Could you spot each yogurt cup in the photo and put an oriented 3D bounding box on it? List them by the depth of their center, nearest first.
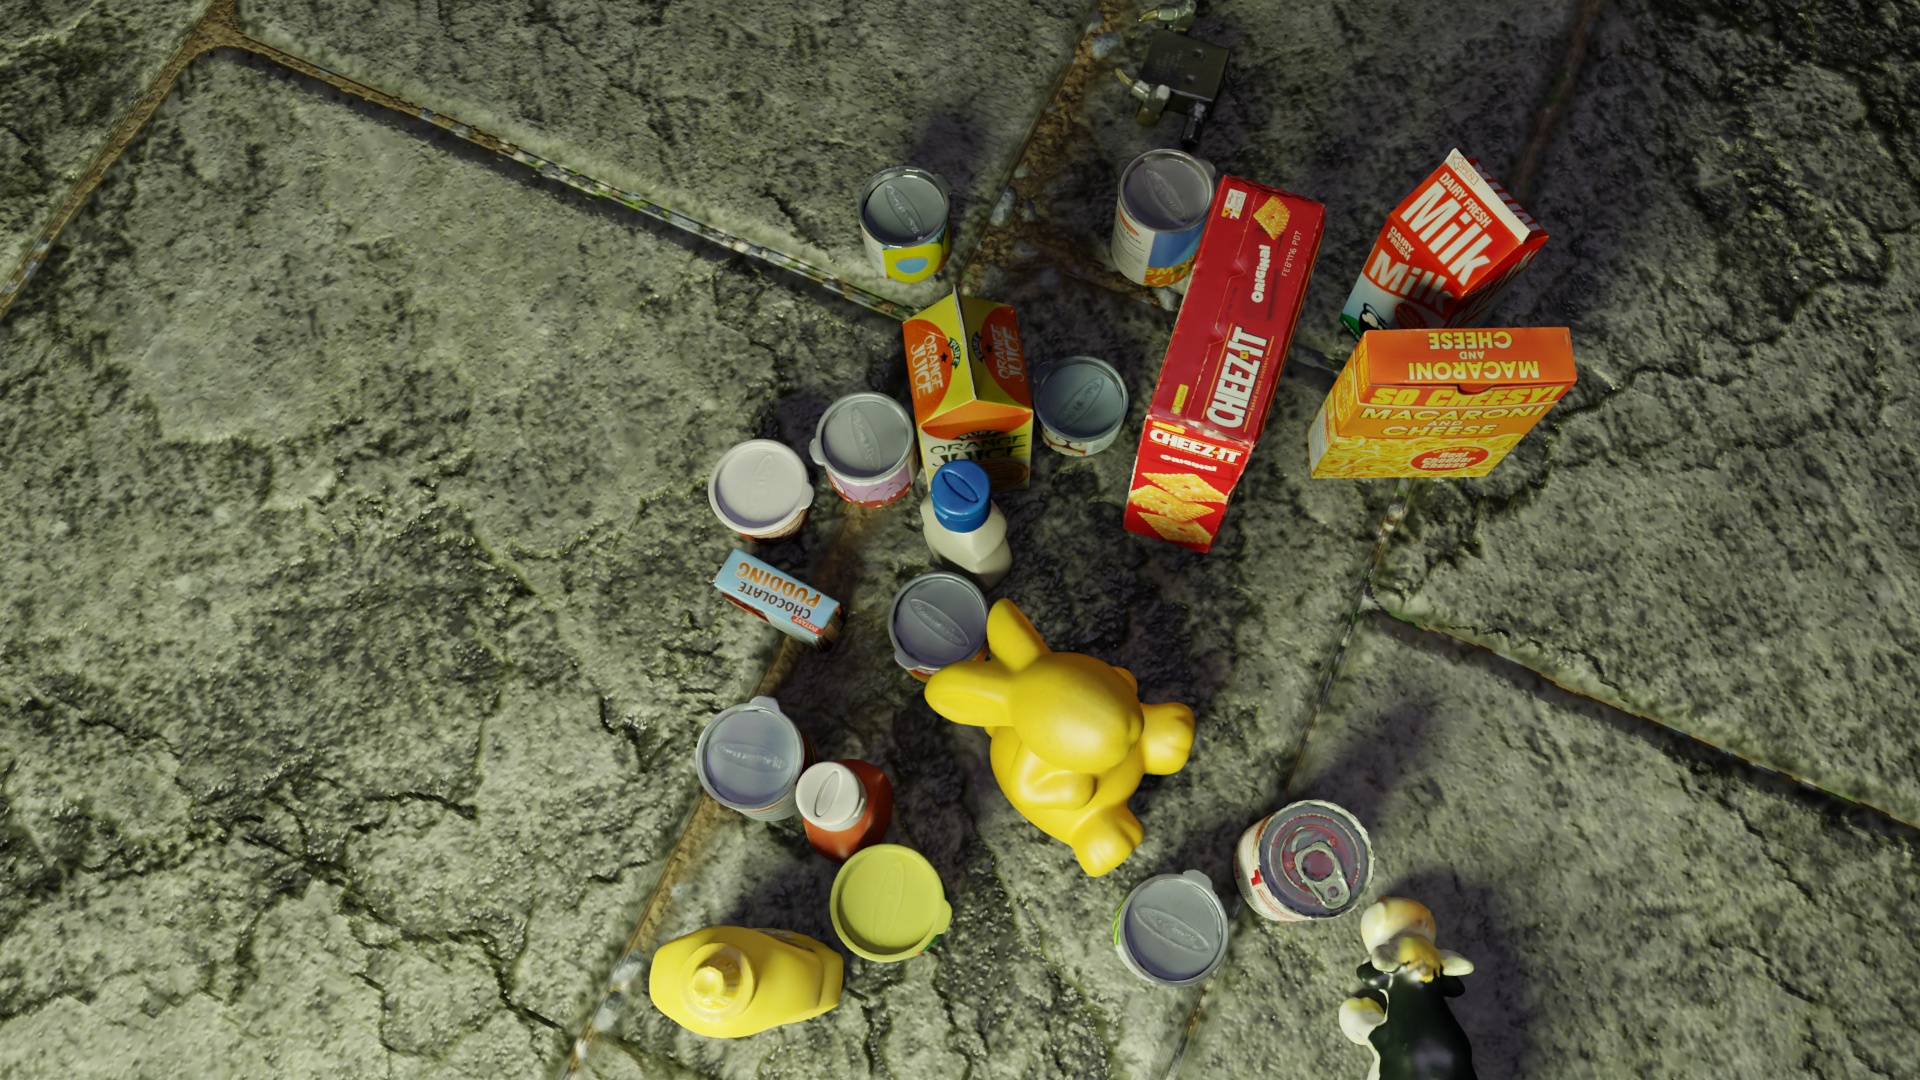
[{"bbox_3d":[-0.135,-0.030,0.955,0.072,0.053,0.072,0,73,2],"label":"yogurt cup"}]

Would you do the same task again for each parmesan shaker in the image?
[{"bbox_3d":[-0.038,0.223,0.848,0.071,0.103,0.071,-1,73,2],"label":"parmesan shaker"}]

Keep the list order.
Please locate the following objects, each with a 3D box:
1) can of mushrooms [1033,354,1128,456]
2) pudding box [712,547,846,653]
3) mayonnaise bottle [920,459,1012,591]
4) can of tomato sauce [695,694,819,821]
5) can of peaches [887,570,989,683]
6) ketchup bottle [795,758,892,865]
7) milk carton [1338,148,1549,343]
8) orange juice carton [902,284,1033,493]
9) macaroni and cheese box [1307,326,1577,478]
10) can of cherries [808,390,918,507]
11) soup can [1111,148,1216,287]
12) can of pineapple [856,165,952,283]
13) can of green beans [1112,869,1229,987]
[{"bbox_3d":[0.082,-0.096,0.979,0.071,0.033,0.071,0,73,2],"label":"can of mushrooms"},{"bbox_3d":[-0.121,0.041,0.935,0.084,0.049,0.030,27,76,10],"label":"pudding box"},{"bbox_3d":[0.003,-0.011,0.896,0.065,0.147,0.041,41,79,13],"label":"mayonnaise bottle"},{"bbox_3d":[-0.127,0.141,0.887,0.071,0.083,0.071,-1,73,2],"label":"can of tomato sauce"},{"bbox_3d":[-0.015,0.061,0.921,0.071,0.058,0.071,-1,73,2],"label":"can of peaches"},{"bbox_3d":[-0.071,0.162,0.844,0.043,0.148,0.065,20,75,8],"label":"ketchup bottle"},{"bbox_3d":[0.319,-0.181,0.916,0.073,0.190,0.072,-34,75,-8],"label":"milk carton"},{"bbox_3d":[0.006,-0.091,0.897,0.073,0.192,0.072,-8,73,0],"label":"orange juice carton"},{"bbox_3d":[0.304,-0.085,0.899,0.124,0.166,0.040,-1,73,2],"label":"macaroni and cheese box"},{"bbox_3d":[-0.066,-0.062,0.960,0.071,0.058,0.071,-1,73,2],"label":"can of cherries"},{"bbox_3d":[0.145,-0.230,0.992,0.071,0.083,0.071,-1,73,2],"label":"soup can"},{"bbox_3d":[-0.038,-0.229,1.011,0.071,0.057,0.071,-1,73,2],"label":"can of pineapple"},{"bbox_3d":[0.129,0.241,0.861,0.071,0.057,0.071,-1,73,2],"label":"can of green beans"}]
